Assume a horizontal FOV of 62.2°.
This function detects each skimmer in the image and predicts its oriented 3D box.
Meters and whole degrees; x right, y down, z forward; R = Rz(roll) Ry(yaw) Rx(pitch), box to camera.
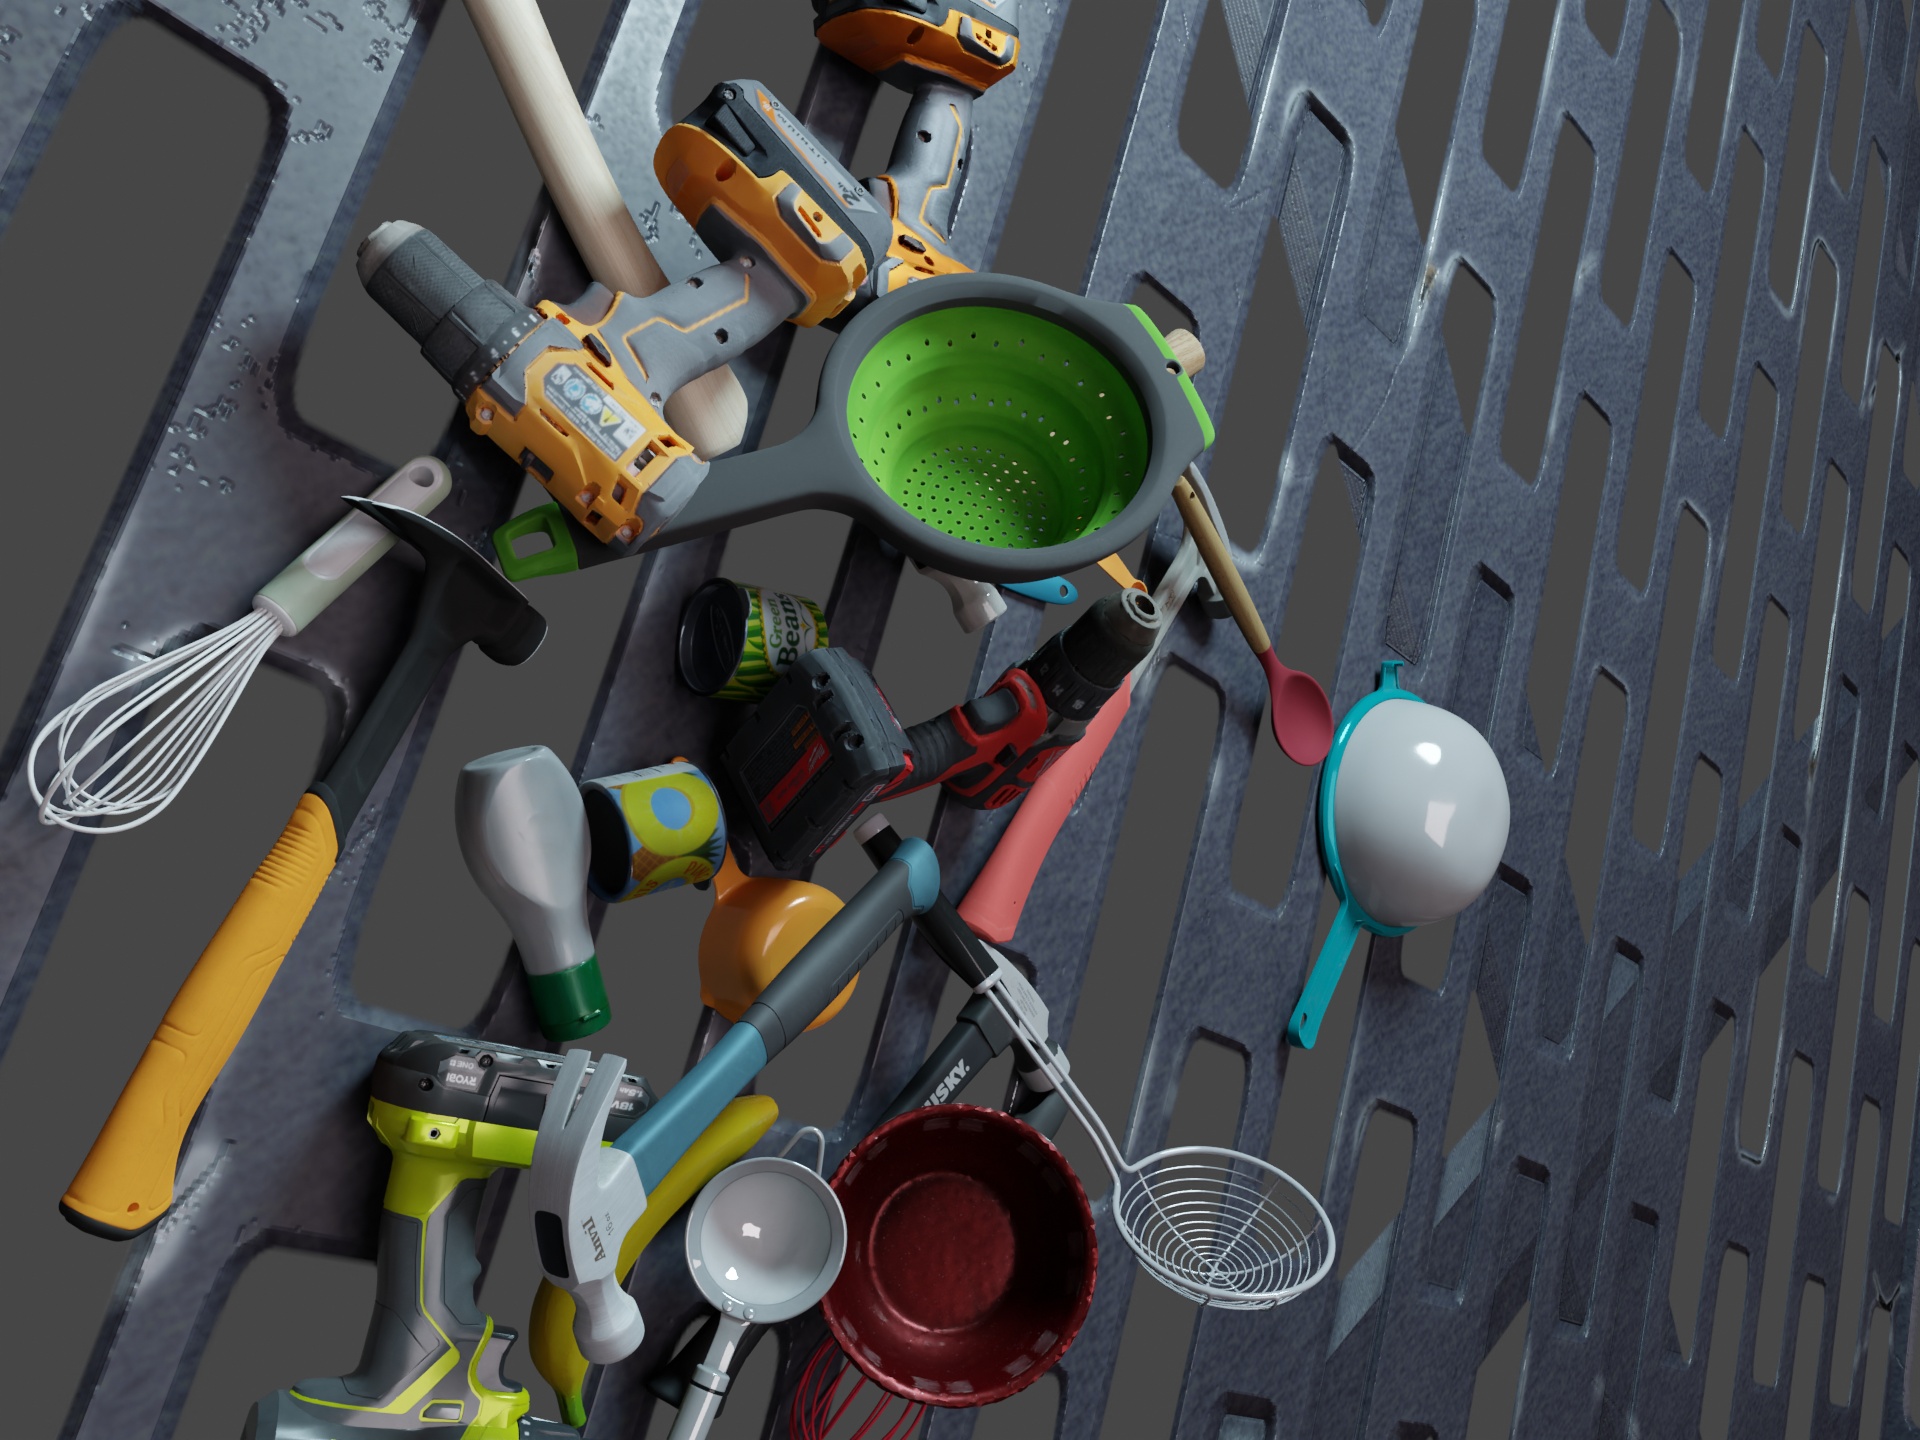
[{"bbox_3d":[0.072,0.189,0.934,0.363,0.090,0.127,53,35,4],"label":"skimmer"}]

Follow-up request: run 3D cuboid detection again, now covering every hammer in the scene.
[{"bbox_3d":[-0.223,-0.319,0.812,0.146,0.038,0.410,-38,114,-35],"label":"hammer"},{"bbox_3d":[-0.099,0.158,0.807,0.331,0.033,0.128,-43,128,-51],"label":"hammer"},{"bbox_3d":[-0.302,0.065,0.712,0.337,0.034,0.127,-66,151,-17],"label":"hammer"},{"bbox_3d":[0.069,-0.190,1.064,0.331,0.031,0.130,-41,102,-39],"label":"hammer"},{"bbox_3d":[0.091,-0.008,1.074,0.359,0.037,0.149,-57,138,-25],"label":"hammer"},{"bbox_3d":[-0.062,0.267,0.945,0.335,0.035,0.146,-45,118,-33],"label":"hammer"}]

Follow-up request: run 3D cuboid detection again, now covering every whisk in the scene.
[{"bbox_3d":[-0.315,-0.042,0.716,0.058,0.059,0.246,38,57,-4],"label":"whisk"},{"bbox_3d":[-0.007,0.332,0.979,0.296,0.073,0.073,-49,120,-37],"label":"whisk"}]

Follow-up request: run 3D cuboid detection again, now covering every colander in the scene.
[{"bbox_3d":[-0.057,-0.125,0.885,0.397,0.094,0.205,-18,68,-19],"label":"colander"}]

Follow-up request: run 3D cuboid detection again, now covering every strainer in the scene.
[{"bbox_3d":[0.366,0.125,1.295,0.210,0.095,0.340,50,57,-30],"label":"strainer"},{"bbox_3d":[-0.130,0.338,0.838,0.087,0.050,0.258,24,72,-4],"label":"strainer"}]

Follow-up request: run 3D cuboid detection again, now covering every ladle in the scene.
[{"bbox_3d":[0.213,-0.069,1.166,0.315,0.031,0.069,53,56,-44],"label":"ladle"}]

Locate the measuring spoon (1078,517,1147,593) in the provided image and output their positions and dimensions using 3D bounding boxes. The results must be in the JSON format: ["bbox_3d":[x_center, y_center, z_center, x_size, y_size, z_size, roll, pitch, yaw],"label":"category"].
[{"bbox_3d":[0.093,-0.120,1.113,0.116,0.011,0.021,44,62,-28],"label":"measuring spoon"}]

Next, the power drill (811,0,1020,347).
[{"bbox_3d":[-0.042,-0.334,0.948,0.164,0.084,0.226,3,91,-42],"label":"power drill"}]

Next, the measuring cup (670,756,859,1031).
[{"bbox_3d":[-0.113,0.097,0.889,0.095,0.052,0.173,-37,115,-36],"label":"measuring cup"}]

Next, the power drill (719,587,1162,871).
[{"bbox_3d":[-0.001,-0.003,0.903,0.226,0.188,0.080,-10,64,-45],"label":"power drill"}]

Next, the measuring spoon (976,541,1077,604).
[{"bbox_3d":[0.037,-0.097,1.050,0.128,0.021,0.042,13,80,-39],"label":"measuring spoon"}]

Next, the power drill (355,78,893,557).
[{"bbox_3d":[-0.162,-0.218,0.785,0.185,0.084,0.226,43,65,-13],"label":"power drill"}]

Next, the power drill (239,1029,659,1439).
[{"bbox_3d":[-0.218,0.275,0.754,0.190,0.080,0.228,17,78,-25],"label":"power drill"}]
